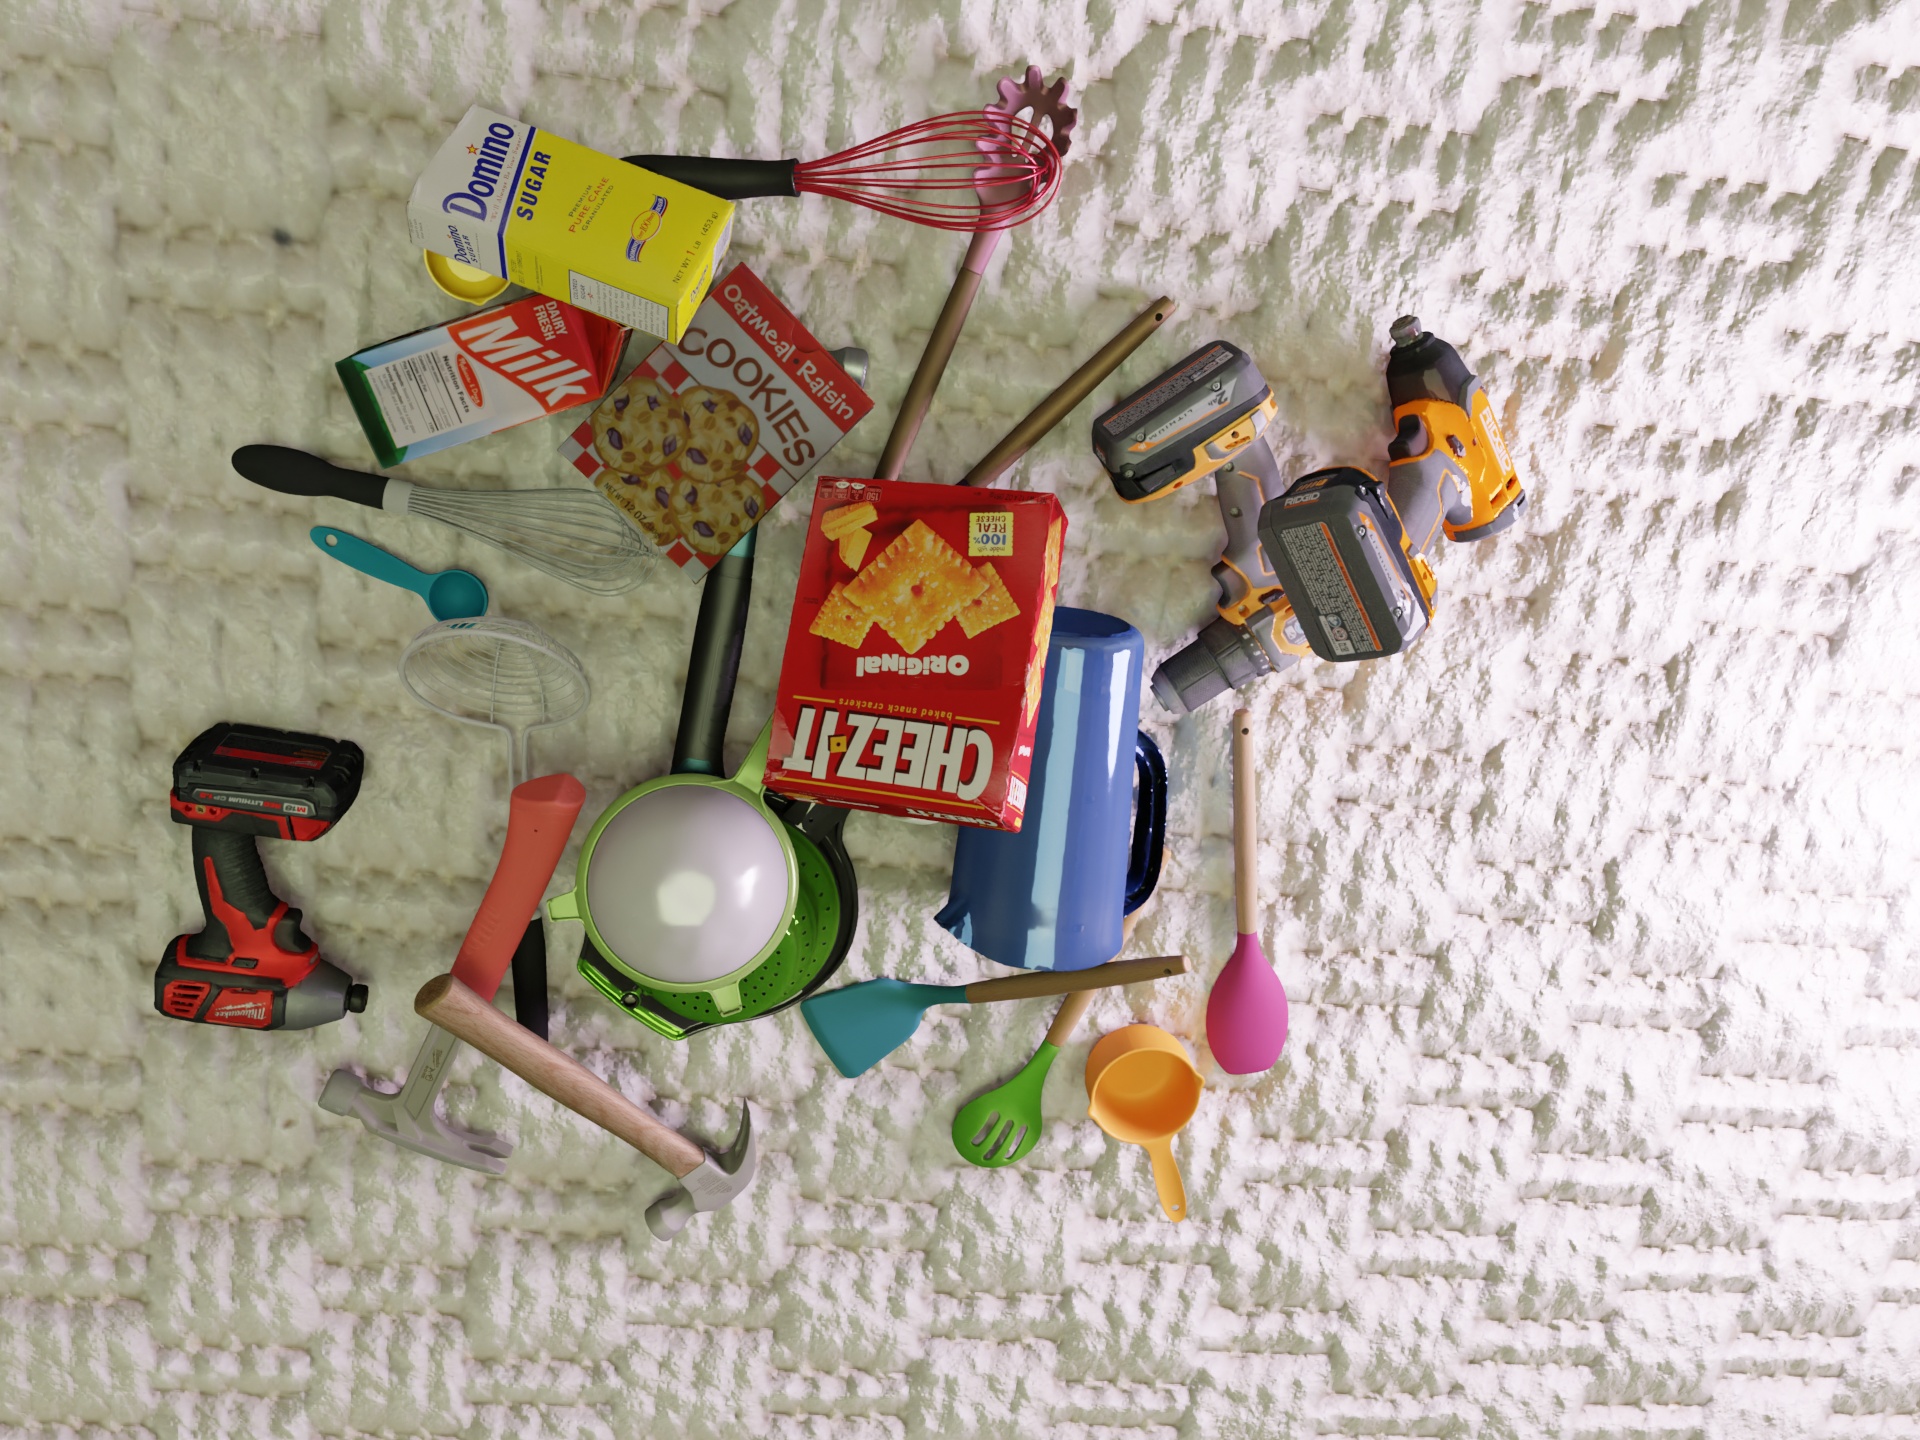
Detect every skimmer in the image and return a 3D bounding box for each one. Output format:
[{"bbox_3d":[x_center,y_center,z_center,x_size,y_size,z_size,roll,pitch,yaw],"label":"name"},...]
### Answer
[{"bbox_3d":[-0.320,0.095,1.125,0.127,0.090,0.363,2,110,-1],"label":"skimmer"}]

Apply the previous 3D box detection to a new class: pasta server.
[{"bbox_3d":[-0.004,-0.273,1.057,0.060,0.040,0.316,25,107,1],"label":"pasta server"}]

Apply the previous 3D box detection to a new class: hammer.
[{"bbox_3d":[-0.270,0.279,1.178,0.130,0.031,0.331,-37,128,6],"label":"hammer"},{"bbox_3d":[-0.156,-0.101,1.091,0.128,0.033,0.331,10,103,-9],"label":"hammer"},{"bbox_3d":[-0.338,0.185,1.141,0.149,0.037,0.359,25,118,-13],"label":"hammer"}]

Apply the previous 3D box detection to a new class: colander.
[{"bbox_3d":[-0.119,0.095,1.145,0.204,0.095,0.397,41,101,-17],"label":"colander"}]

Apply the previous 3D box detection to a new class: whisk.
[{"bbox_3d":[-0.083,-0.341,0.996,0.296,0.073,0.073,2,110,9],"label":"whisk"},{"bbox_3d":[-0.342,-0.140,1.060,0.284,0.070,0.070,12,108,-5],"label":"whisk"}]

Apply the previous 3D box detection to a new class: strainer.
[{"bbox_3d":[-0.154,0.066,1.067,0.151,0.069,0.256,32,85,-9],"label":"strainer"}]

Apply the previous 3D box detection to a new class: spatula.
[{"bbox_3d":[0.028,-0.179,1.105,0.316,0.018,0.059,-42,118,10],"label":"spatula"},{"bbox_3d":[0.026,0.209,1.185,0.317,0.044,0.082,-15,114,32],"label":"spatula"}]

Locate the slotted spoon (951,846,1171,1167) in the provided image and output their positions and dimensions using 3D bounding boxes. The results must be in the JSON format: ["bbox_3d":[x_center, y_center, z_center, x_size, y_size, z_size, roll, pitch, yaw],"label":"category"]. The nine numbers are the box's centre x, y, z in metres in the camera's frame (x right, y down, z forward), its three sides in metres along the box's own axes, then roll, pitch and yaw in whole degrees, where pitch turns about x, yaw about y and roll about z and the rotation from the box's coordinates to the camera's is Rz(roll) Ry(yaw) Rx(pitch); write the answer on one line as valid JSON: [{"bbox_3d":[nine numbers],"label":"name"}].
[{"bbox_3d":[0.084,0.232,1.254,0.070,0.031,0.313,26,104,-12],"label":"slotted spoon"}]

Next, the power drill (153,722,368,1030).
[{"bbox_3d":[-0.488,0.122,1.128,0.143,0.079,0.219,10,111,-9],"label":"power drill"}]

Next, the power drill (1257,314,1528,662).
[{"bbox_3d":[0.289,-0.159,1.057,0.226,0.084,0.164,-44,114,-36],"label":"power drill"}]

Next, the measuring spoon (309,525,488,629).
[{"bbox_3d":[-0.383,-0.104,1.091,0.128,0.021,0.042,25,106,-5],"label":"measuring spoon"}]

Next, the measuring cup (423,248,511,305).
[{"bbox_3d":[-0.266,-0.307,1.028,0.156,0.029,0.062,-11,111,-15],"label":"measuring cup"}]

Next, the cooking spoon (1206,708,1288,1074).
[{"bbox_3d":[0.223,0.141,1.240,0.068,0.017,0.318,-7,111,-5],"label":"cooking spoon"}]

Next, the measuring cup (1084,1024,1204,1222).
[{"bbox_3d":[0.153,0.323,1.281,0.095,0.052,0.173,-16,112,0],"label":"measuring cup"}]

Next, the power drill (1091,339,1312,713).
[{"bbox_3d":[0.176,-0.124,1.110,0.185,0.084,0.226,-34,115,6],"label":"power drill"}]

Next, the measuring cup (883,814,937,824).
[{"bbox_3d":[-0.002,-0.003,1.089,0.038,0.083,0.167,23,101,-48],"label":"measuring cup"}]
